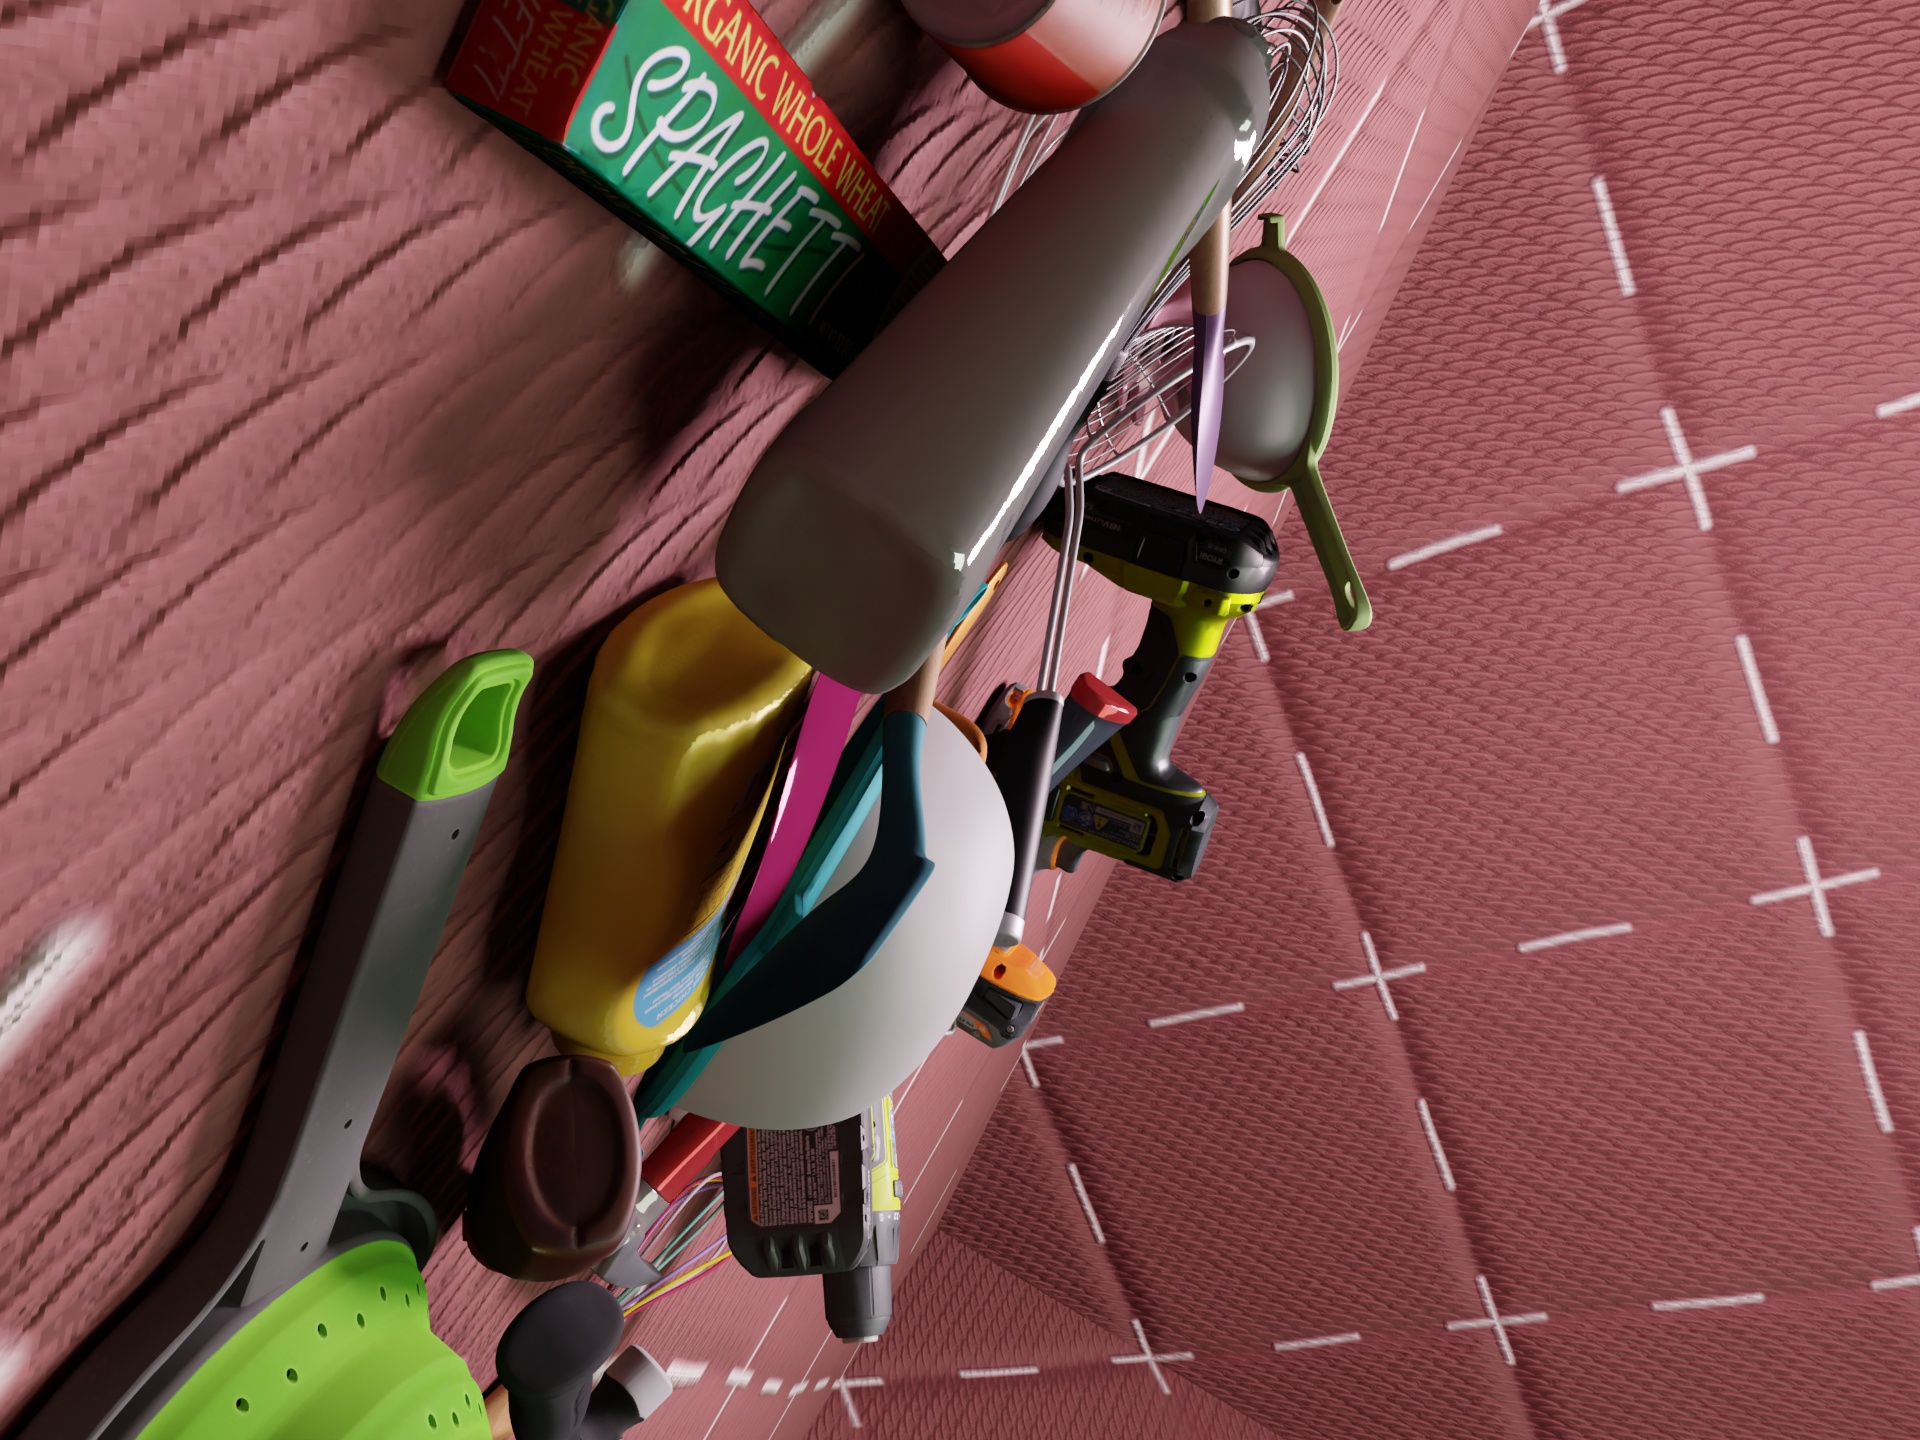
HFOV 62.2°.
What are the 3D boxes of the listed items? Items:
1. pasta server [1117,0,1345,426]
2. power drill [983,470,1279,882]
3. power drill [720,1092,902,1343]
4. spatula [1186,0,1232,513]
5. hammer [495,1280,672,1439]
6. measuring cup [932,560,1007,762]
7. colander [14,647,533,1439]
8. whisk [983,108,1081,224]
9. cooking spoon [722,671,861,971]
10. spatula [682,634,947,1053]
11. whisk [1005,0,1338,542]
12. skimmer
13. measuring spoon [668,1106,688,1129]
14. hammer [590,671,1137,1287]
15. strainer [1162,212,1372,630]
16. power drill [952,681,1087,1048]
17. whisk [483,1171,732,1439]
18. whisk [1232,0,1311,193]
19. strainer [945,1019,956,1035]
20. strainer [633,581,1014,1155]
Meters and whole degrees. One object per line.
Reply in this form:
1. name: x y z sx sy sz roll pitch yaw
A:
1. pasta server: 0.139 -0.254 0.814 0.316 0.060 0.040 113 -31 -65
2. power drill: 0.091 -0.029 0.966 0.080 0.171 0.223 -39 146 -63
3. power drill: -0.077 0.270 0.938 0.228 0.080 0.191 73 11 -71
4. spatula: 0.102 -0.188 0.654 0.315 0.018 0.060 75 27 -60
5. hammer: -0.171 0.289 0.645 0.146 0.035 0.334 -39 165 -31
6. measuring cup: -0.001 -0.003 0.857 0.173 0.052 0.095 -58 168 -7
7. colander: -0.164 0.172 0.436 0.397 0.094 0.204 -65 169 17
8. whisk: 0.005 -0.149 0.562 0.246 0.057 0.059 -54 -159 -17
9. cooking spoon: -0.023 -0.053 0.545 0.068 0.017 0.319 114 -4 -52
10. spatula: -0.022 -0.025 0.559 0.082 0.044 0.318 -29 -142 39
11. whisk: 0.081 -0.197 0.734 0.284 0.070 0.070 -58 172 30
12. skimmer: 0.077 -0.052 0.795 0.127 0.090 0.364 -40 -147 58
13. measuring spoon: -0.143 0.222 0.850 0.034 0.018 0.124 -52 166 -41
14. hammer: -0.046 0.123 0.805 0.386 0.038 0.143 -46 162 -19
15. strainer: 0.177 -0.165 0.961 0.069 0.257 0.151 -8 158 -20
16. power drill: 0.054 0.108 1.096 0.226 0.164 0.084 -63 169 16
17. whisk: -0.175 0.304 0.831 0.051 0.047 0.245 -42 175 29
18. whisk: 0.136 -0.313 0.772 0.055 0.055 0.239 -63 164 6
19. strainer: -0.048 0.145 0.983 0.258 0.050 0.087 72 21 -58
20. strainer: -0.020 0.052 0.705 0.211 0.095 0.341 -53 -174 42
